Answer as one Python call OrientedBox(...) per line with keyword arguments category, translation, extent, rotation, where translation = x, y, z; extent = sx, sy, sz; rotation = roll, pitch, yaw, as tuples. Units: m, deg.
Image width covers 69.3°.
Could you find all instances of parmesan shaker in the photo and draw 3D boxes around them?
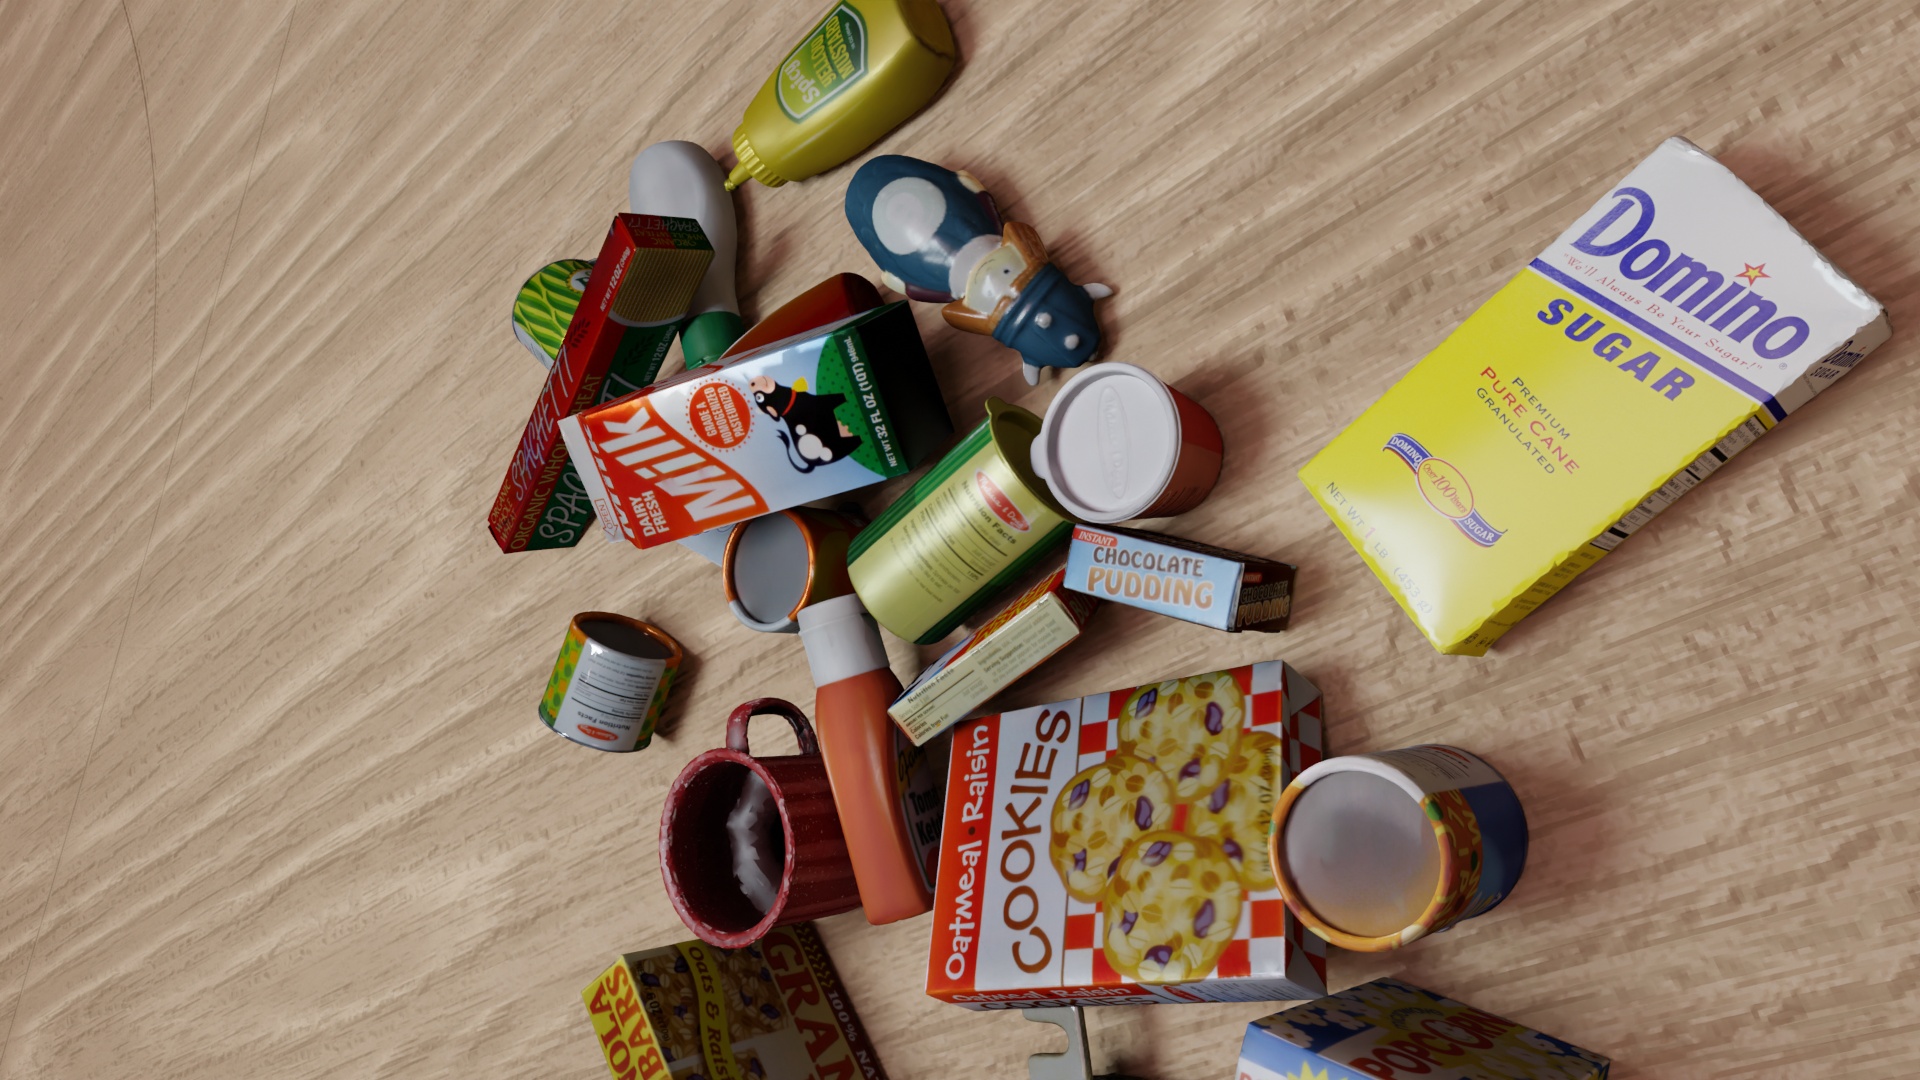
OrientedBox(category="parmesan shaker", translation=(0.002, -0.008, 0.642), extent=(0.102, 0.071, 0.071), rotation=(-40, 63, 29))

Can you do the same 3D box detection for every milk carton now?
OrientedBox(category="milk carton", translation=(-0.108, -0.051, 0.676), extent=(0.190, 0.074, 0.072), rotation=(-14, 104, 22))

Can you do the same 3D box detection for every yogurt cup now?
OrientedBox(category="yogurt cup", translation=(0.076, -0.039, 0.597), extent=(0.072, 0.054, 0.072), rotation=(-4, 83, 37))

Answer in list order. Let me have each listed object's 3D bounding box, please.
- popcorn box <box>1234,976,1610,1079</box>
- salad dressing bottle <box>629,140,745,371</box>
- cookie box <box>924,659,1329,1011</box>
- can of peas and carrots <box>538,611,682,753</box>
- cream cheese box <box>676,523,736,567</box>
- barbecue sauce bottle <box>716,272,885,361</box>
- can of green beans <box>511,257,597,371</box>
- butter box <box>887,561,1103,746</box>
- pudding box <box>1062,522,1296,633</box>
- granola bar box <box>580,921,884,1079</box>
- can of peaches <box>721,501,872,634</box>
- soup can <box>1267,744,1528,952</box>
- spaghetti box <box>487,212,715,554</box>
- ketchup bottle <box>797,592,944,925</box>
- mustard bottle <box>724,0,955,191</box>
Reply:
OrientedBox(category="popcorn box", translation=(0.156, 0.185, 0.464), extent=(0.085, 0.127, 0.038), rotation=(11, 90, 38))
OrientedBox(category="salad dressing bottle", translation=(-0.151, -0.155, 0.794), extent=(0.064, 0.044, 0.148), rotation=(-26, 72, 33))
OrientedBox(category="cookie box", translation=(0.066, 0.126, 0.572), extent=(0.167, 0.040, 0.123), rotation=(-16, 53, 36))
OrientedBox(category="can of peas and carrots", translation=(-0.199, 0.079, 0.792), extent=(0.071, 0.071, 0.058), rotation=(31, 104, 36))
OrientedBox(category="cream cheese box", translation=(-0.148, -0.024, 0.788), extent=(0.104, 0.024, 0.053), rotation=(25, 101, 37))
OrientedBox(category="barbecue sauce bottle", translation=(-0.102, -0.081, 0.733), extent=(0.148, 0.044, 0.065), rotation=(-26, 77, 23))
OrientedBox(category="can of green beans", translation=(-0.225, -0.127, 0.833), extent=(0.058, 0.071, 0.071), rotation=(41, 110, 33))
OrientedBox(category="butter box", translation=(0.018, 0.050, 0.628), extent=(0.103, 0.053, 0.024), rotation=(-38, 93, 25))
OrientedBox(category="pudding box", translation=(0.092, 0.015, 0.581), extent=(0.084, 0.050, 0.030), rotation=(15, 96, 39))
OrientedBox(category="granola bar box", translation=(-0.089, 0.265, 0.647), extent=(0.039, 0.124, 0.166), rotation=(-45, 61, 26))
OrientedBox(category="can of peaches", translation=(-0.079, 0.013, 0.709), extent=(0.071, 0.058, 0.071), rotation=(-4, 83, 38))
OrientedBox(category="soup can", translation=(0.157, 0.111, 0.498), extent=(0.071, 0.084, 0.071), rotation=(-4, 83, 37))
OrientedBox(category="spaghetti box", translation=(-0.210, -0.081, 0.794), extent=(0.029, 0.050, 0.248), rotation=(57, 131, 25))
OrientedBox(category="ketchup bottle", translation=(-0.041, 0.100, 0.653), extent=(0.043, 0.065, 0.149), rotation=(-19, 83, 17))
OrientedBox(category="mustard bottle", translation=(-0.075, -0.230, 0.739), extent=(0.159, 0.049, 0.065), rotation=(-31, 66, 31))
